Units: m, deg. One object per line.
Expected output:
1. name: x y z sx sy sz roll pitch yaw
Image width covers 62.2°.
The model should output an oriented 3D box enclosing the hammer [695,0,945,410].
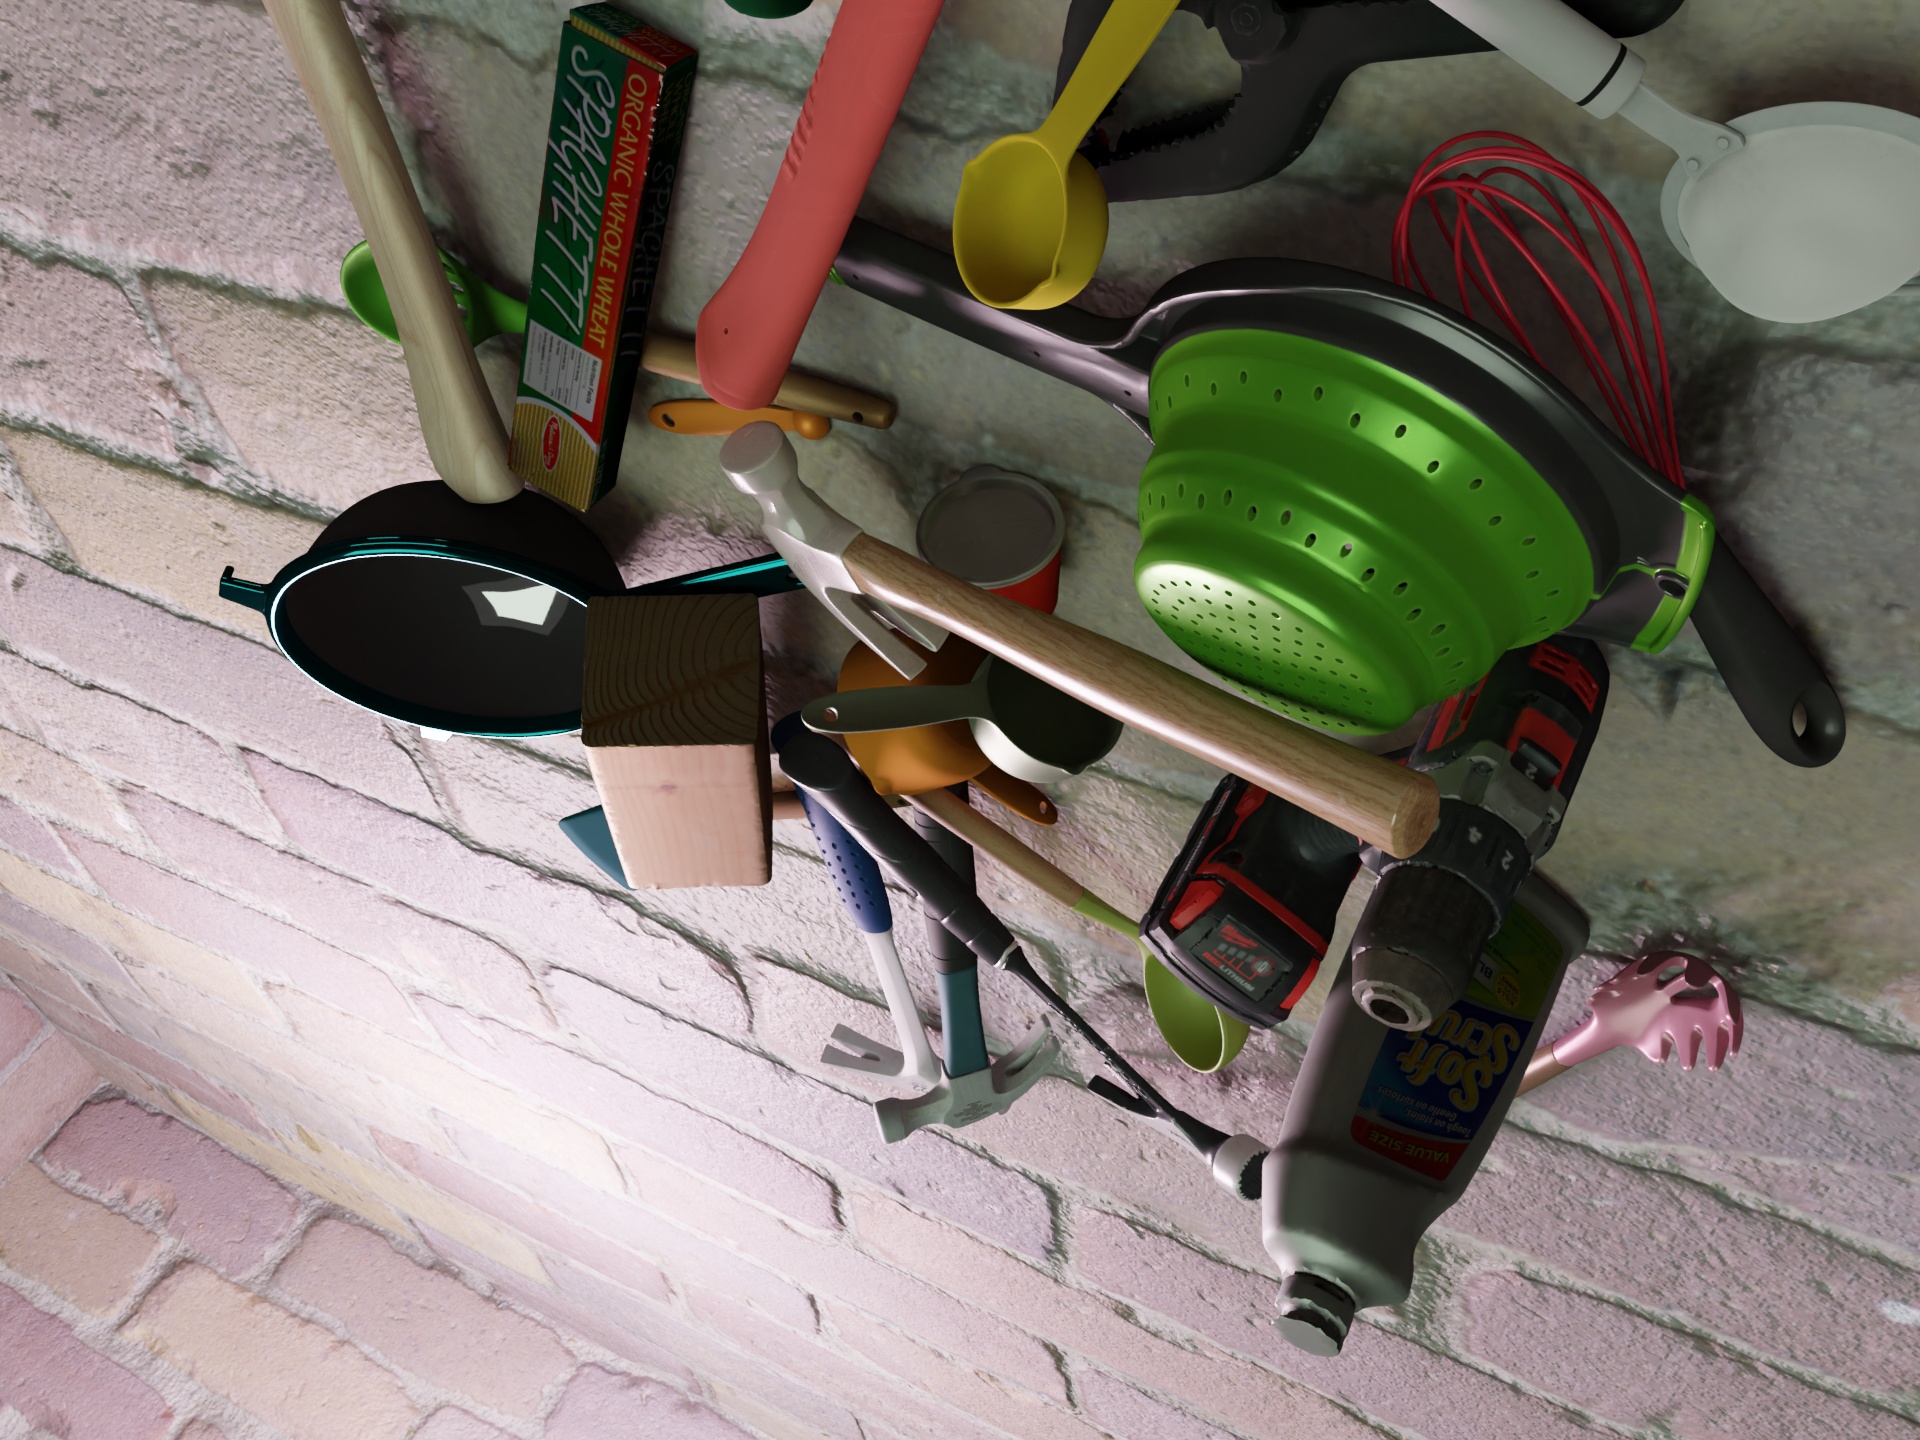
1. hammer: -0.022 -0.228 0.543 0.149 0.036 0.359 54 143 14

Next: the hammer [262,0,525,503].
1. hammer: -0.271 -0.279 0.713 0.146 0.038 0.410 11 133 27

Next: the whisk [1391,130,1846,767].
1. whisk: 0.240 -0.081 0.557 0.073 0.073 0.295 -15 128 47

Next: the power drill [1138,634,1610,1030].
1. power drill: 0.168 0.066 0.680 0.080 0.188 0.226 37 149 -5

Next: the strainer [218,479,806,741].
1. strainer: -0.222 -0.088 0.899 0.340 0.095 0.210 -10 149 19

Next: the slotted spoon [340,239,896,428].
1. slotted spoon: -0.173 -0.187 0.787 0.314 0.031 0.070 18 140 18

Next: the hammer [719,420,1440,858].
1. hammer: 0.039 -0.026 0.637 0.332 0.031 0.129 28 161 36

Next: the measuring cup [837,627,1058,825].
1. measuring cup: 0.013 0.011 0.842 0.052 0.095 0.173 -17 140 41

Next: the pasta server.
1. pasta server: 0.302 0.190 0.846 0.060 0.040 0.316 43 147 9

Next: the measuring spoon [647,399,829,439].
1. measuring spoon: -0.115 -0.149 0.796 0.117 0.011 0.021 8 137 32

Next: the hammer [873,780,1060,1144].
1. hammer: -0.005 0.141 0.991 0.033 0.128 0.330 -117 17 -49

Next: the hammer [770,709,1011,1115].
1. hammer: -0.061 0.139 1.045 0.144 0.035 0.405 9 141 19

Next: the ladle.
1. ladle: 0.039 0.095 0.890 0.320 0.062 0.078 35 161 -16

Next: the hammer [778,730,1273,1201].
1. hammer: 0.034 0.142 0.923 0.408 0.036 0.149 48 165 -31

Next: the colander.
1. colander: 0.064 -0.096 0.599 0.397 0.094 0.204 29 167 23

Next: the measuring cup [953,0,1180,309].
1. measuring cup: 0.050 -0.201 0.516 0.156 0.029 0.062 -52 57 36

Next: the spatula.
1. spatula: -0.141 0.067 1.048 0.317 0.044 0.082 -8 132 42

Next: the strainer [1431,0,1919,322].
1. strainer: 0.192 -0.177 0.457 0.258 0.050 0.087 30 162 -8

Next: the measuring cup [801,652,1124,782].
1. measuring cup: -0.001 -0.002 0.770 0.167 0.083 0.038 -5 160 -24
